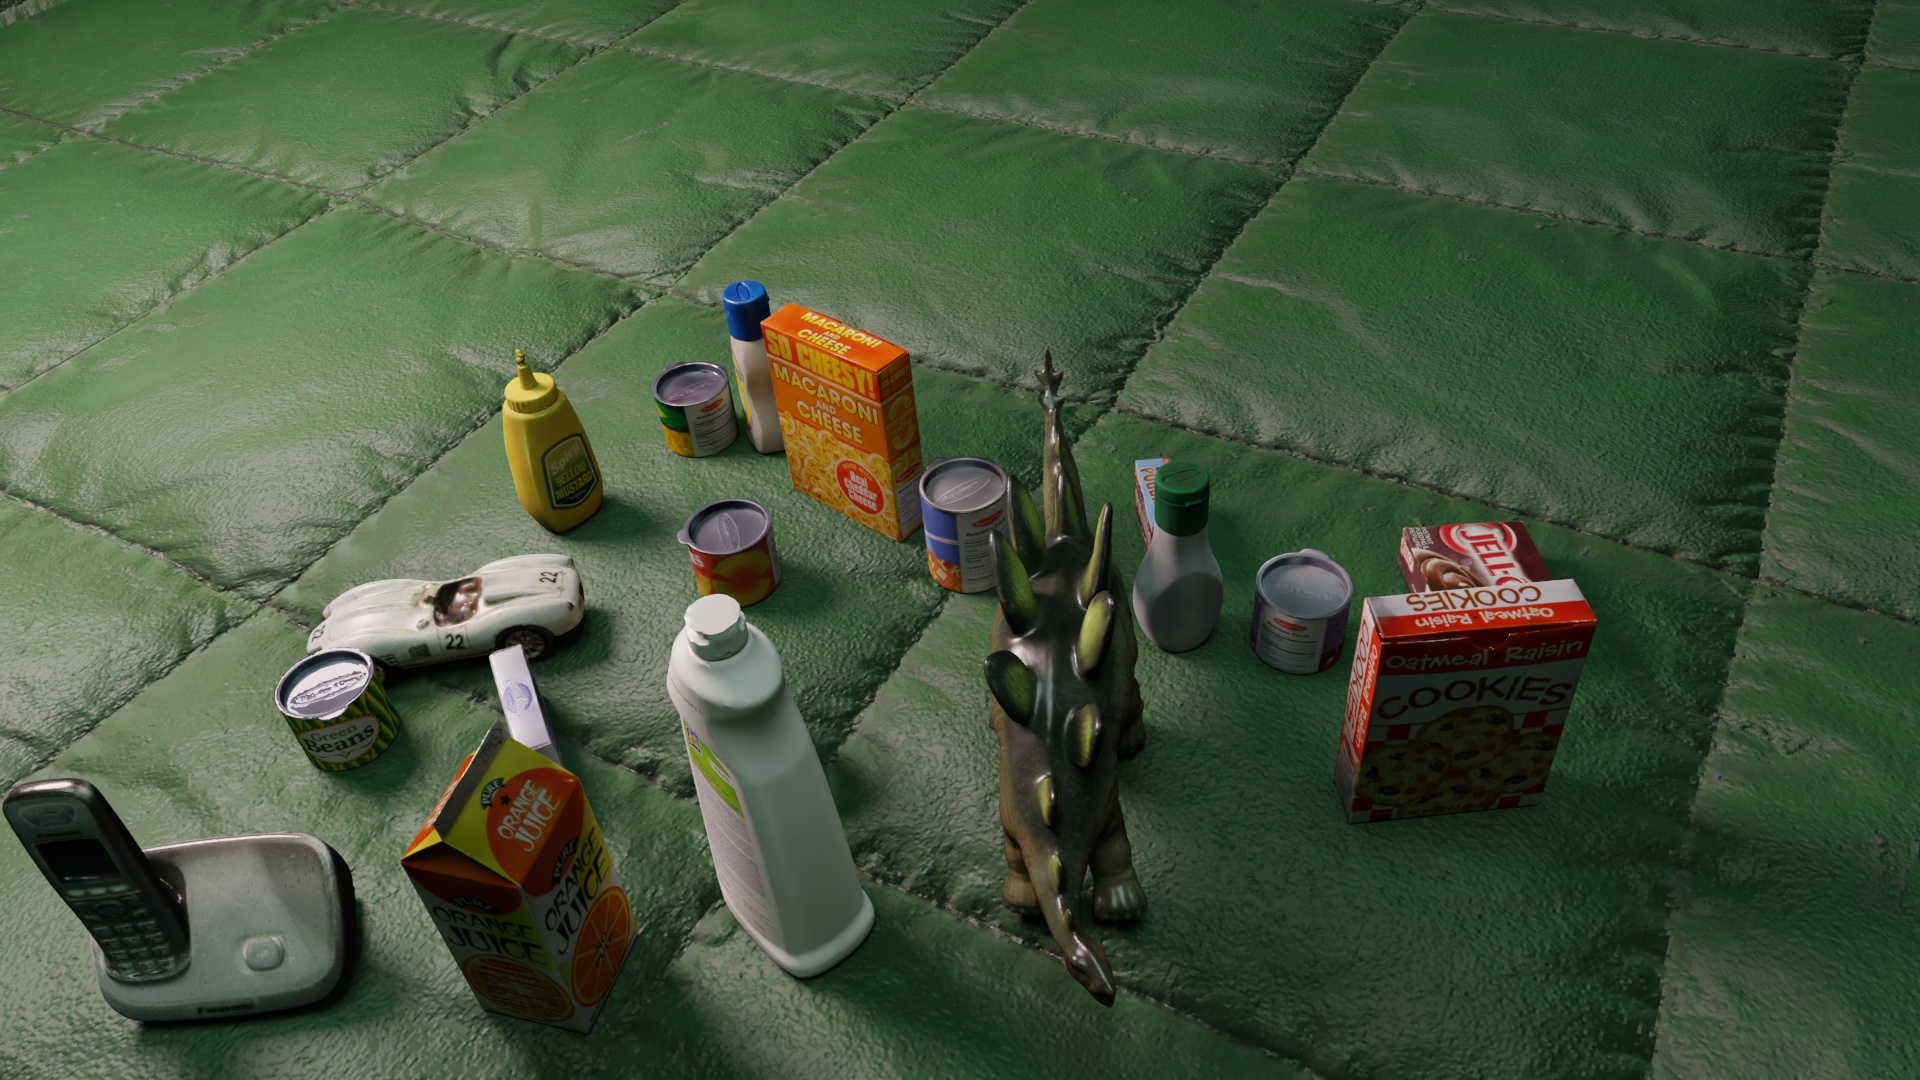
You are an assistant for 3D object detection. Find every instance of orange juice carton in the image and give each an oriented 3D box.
[{"bbox_3d":[-0.245,0.187,0.771,0.073,0.191,0.072,7,43,13],"label":"orange juice carton"}]

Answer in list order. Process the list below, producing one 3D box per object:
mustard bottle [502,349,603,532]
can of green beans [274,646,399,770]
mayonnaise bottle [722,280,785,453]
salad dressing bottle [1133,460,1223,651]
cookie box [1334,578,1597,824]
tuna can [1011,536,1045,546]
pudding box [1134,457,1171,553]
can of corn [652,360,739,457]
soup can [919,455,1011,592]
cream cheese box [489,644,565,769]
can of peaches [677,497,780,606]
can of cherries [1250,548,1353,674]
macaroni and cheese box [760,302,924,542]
[{"bbox_3d":[-0.332,-0.082,1.110,0.049,0.159,0.065,26,50,30],"label":"mustard bottle"},{"bbox_3d":[-0.434,0.118,0.971,0.071,0.057,0.071,-3,41,3],"label":"can of green beans"},{"bbox_3d":[-0.172,-0.148,1.178,0.041,0.147,0.065,-16,42,-11],"label":"mayonnaise bottle"},{"bbox_3d":[0.152,0.012,0.964,0.064,0.146,0.044,-14,42,-10],"label":"salad dressing bottle"},{"bbox_3d":[0.298,0.100,0.835,0.123,0.166,0.040,-6,41,0],"label":"cookie box"},{"bbox_3d":[0.065,0.029,1.040,0.071,0.032,0.071,-3,41,3],"label":"tuna can"},{"bbox_3d":[0.155,-0.021,1.075,0.030,0.049,0.084,-5,41,0],"label":"pudding box"},{"bbox_3d":[-0.232,-0.116,1.215,0.071,0.058,0.071,-3,41,3],"label":"can of corn"},{"bbox_3d":[0.004,-0.013,1.056,0.071,0.083,0.072,-3,41,3],"label":"soup can"},{"bbox_3d":[-0.295,0.124,0.953,0.024,0.053,0.104,-20,43,-16],"label":"cream cheese box"},{"bbox_3d":[-0.176,0.010,1.067,0.071,0.057,0.071,-3,41,3],"label":"can of peaches"},{"bbox_3d":[0.241,0.050,0.979,0.071,0.058,0.072,-3,41,3],"label":"can of cherries"},{"bbox_3d":[-0.089,-0.093,1.093,0.124,0.165,0.040,26,50,31],"label":"macaroni and cheese box"}]
